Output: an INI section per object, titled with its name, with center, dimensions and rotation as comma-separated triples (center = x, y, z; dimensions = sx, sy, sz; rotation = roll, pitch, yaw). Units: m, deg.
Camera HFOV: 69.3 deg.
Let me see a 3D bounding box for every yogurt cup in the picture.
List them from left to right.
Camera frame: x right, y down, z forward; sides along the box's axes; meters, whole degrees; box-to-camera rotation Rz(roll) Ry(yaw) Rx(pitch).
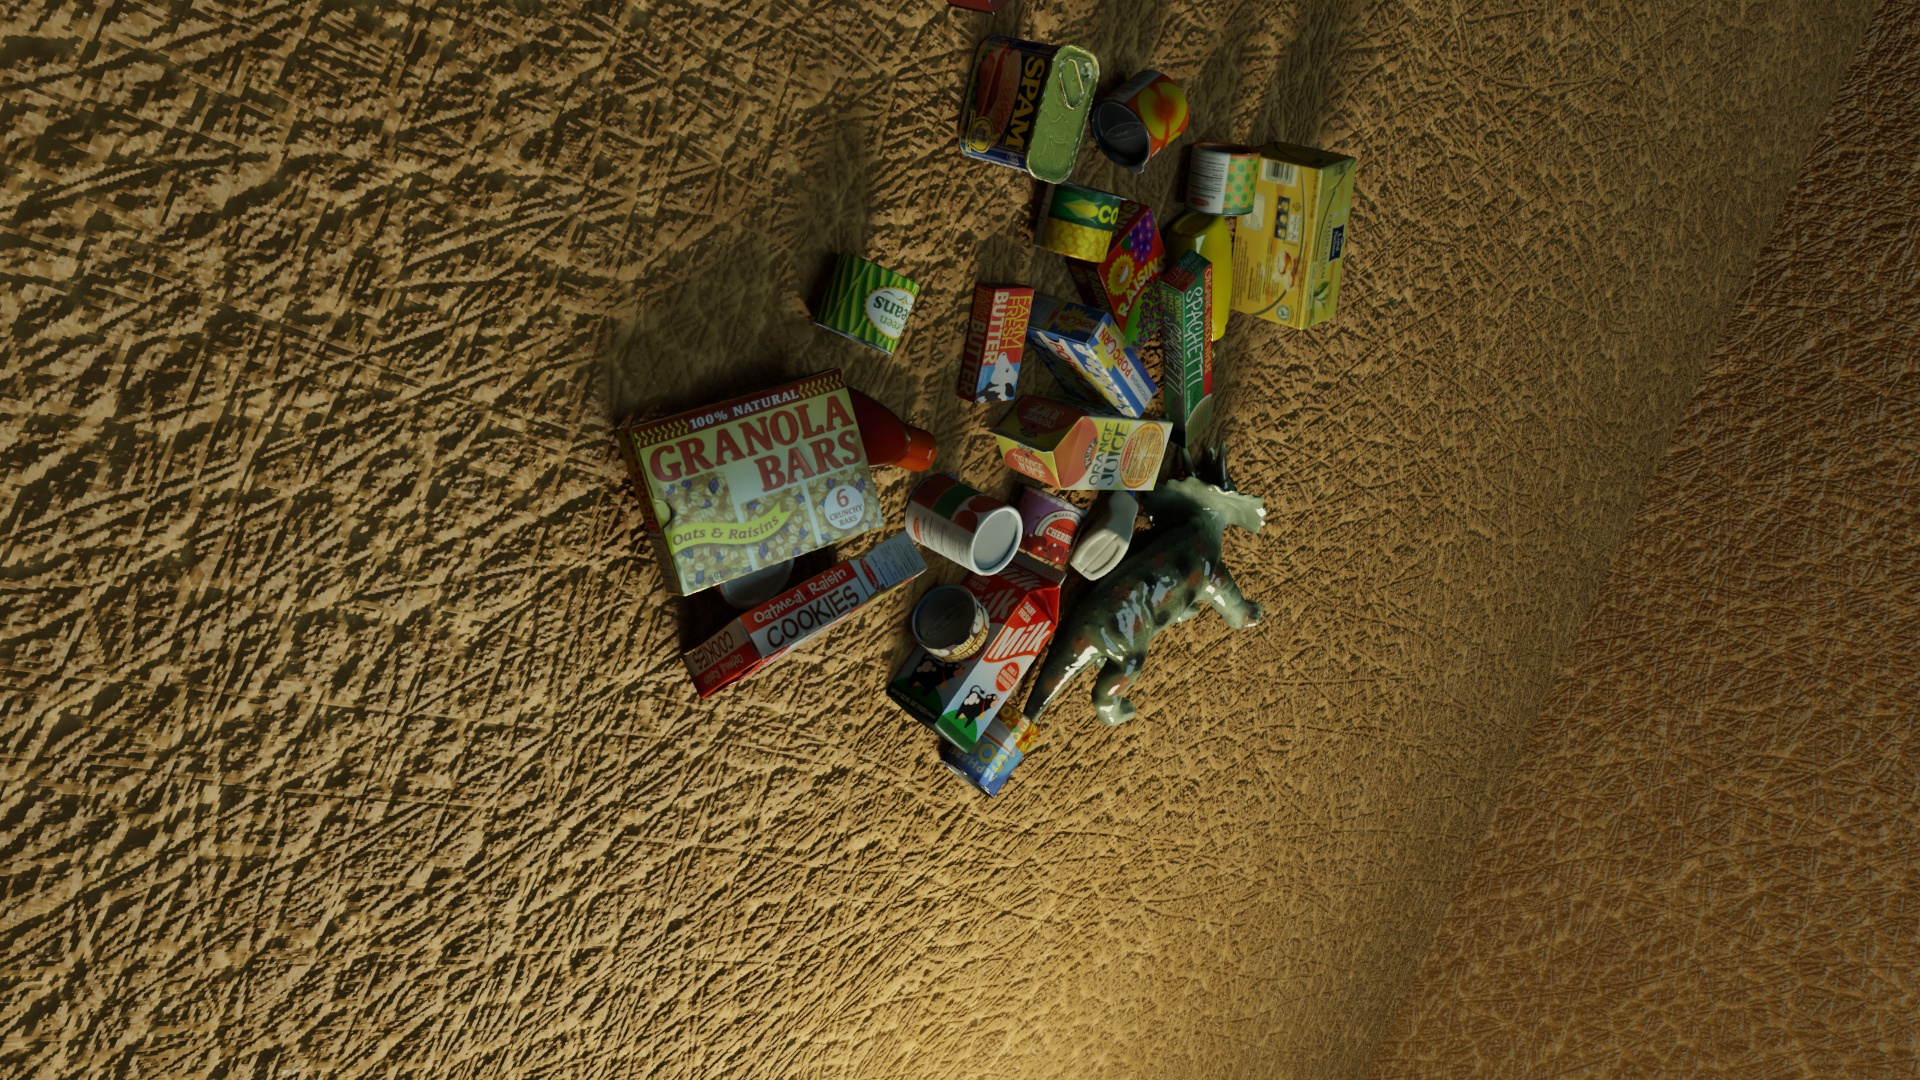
[yogurt cup]
center = -0.170, 0.012, 1.063
dimensions = 0.073, 0.054, 0.072
rotation = -26, 129, -37

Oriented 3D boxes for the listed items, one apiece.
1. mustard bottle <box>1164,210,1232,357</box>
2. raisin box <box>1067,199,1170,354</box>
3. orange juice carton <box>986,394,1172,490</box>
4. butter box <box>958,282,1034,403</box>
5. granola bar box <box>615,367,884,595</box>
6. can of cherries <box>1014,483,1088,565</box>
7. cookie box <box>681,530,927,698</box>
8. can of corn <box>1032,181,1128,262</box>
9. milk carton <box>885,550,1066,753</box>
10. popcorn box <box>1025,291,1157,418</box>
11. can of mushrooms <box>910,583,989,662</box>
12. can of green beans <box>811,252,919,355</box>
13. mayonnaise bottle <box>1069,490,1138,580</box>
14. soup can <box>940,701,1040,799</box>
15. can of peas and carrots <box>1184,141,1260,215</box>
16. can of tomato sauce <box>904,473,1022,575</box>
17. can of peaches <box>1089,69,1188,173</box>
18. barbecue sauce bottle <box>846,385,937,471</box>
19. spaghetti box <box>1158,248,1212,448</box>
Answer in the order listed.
[mustard bottle]
center = 0.240, -0.248, 1.386
dimensions = 0.065, 0.049, 0.159
rotation = -39, 136, -27
[raisin box]
center = 0.155, -0.244, 1.299
dimensions = 0.086, 0.040, 0.123
rotation = -50, 141, -16
[orange juice carton]
center = 0.111, -0.092, 1.309
dimensions = 0.193, 0.072, 0.072
rotation = -2, 112, -48
[butter box]
center = 0.031, -0.173, 1.210
dimensions = 0.053, 0.024, 0.103
rotation = -12, 120, -45
[granola bar box]
center = -0.148, -0.044, 1.005
dimensions = 0.166, 0.039, 0.124
rotation = -20, 101, -27
[can of cherries]
center = 0.081, -0.015, 1.319
dimensions = 0.071, 0.071, 0.058
rotation = 20, 96, -52
[cookie box]
center = -0.123, 0.060, 1.094
dimensions = 0.168, 0.122, 0.040
rotation = -28, 87, -36
[can of corn]
center = 0.103, -0.275, 1.197
dimensions = 0.071, 0.071, 0.058
rotation = -4, 115, -47
[milk carton]
center = 0.023, 0.095, 1.313
dimensions = 0.191, 0.072, 0.073
rotation = -55, 141, -11
[popcorn box]
center = 0.115, -0.167, 1.260
dimensions = 0.038, 0.085, 0.126
rotation = -57, 141, -10
[can of mushrooms]
center = -0.008, 0.077, 1.270
dimensions = 0.071, 0.071, 0.033
rotation = -54, 142, -12
[can of green beans]
center = -0.072, -0.180, 1.056
dimensions = 0.071, 0.071, 0.057
rotation = 17, 97, -51
[mayonnaise bottle]
center = 0.145, -0.020, 1.357
dimensions = 0.064, 0.041, 0.149
rotation = -48, -172, 29
[soup can]
center = 0.030, 0.204, 1.387
dimensions = 0.084, 0.071, 0.071
rotation = -54, 141, -13
[can of peas and carrots]
center = 0.252, -0.347, 1.330
dimensions = 0.071, 0.071, 0.058
rotation = -21, 125, -41
[can of tomato sauce]
center = 0.004, -0.015, 1.221
dimensions = 0.071, 0.083, 0.070
rotation = -26, 129, -37
[can of peaches]
center = 0.157, -0.365, 1.210
dimensions = 0.058, 0.071, 0.071
rotation = -43, 138, -25
[barbecue sauce bottle]
center = -0.078, -0.086, 1.121
dimensions = 0.148, 0.044, 0.065
rotation = 13, 96, -52
[spaghetti box]
center = 0.225, -0.184, 1.378
dimensions = 0.050, 0.029, 0.249
rotation = -48, 152, -20
